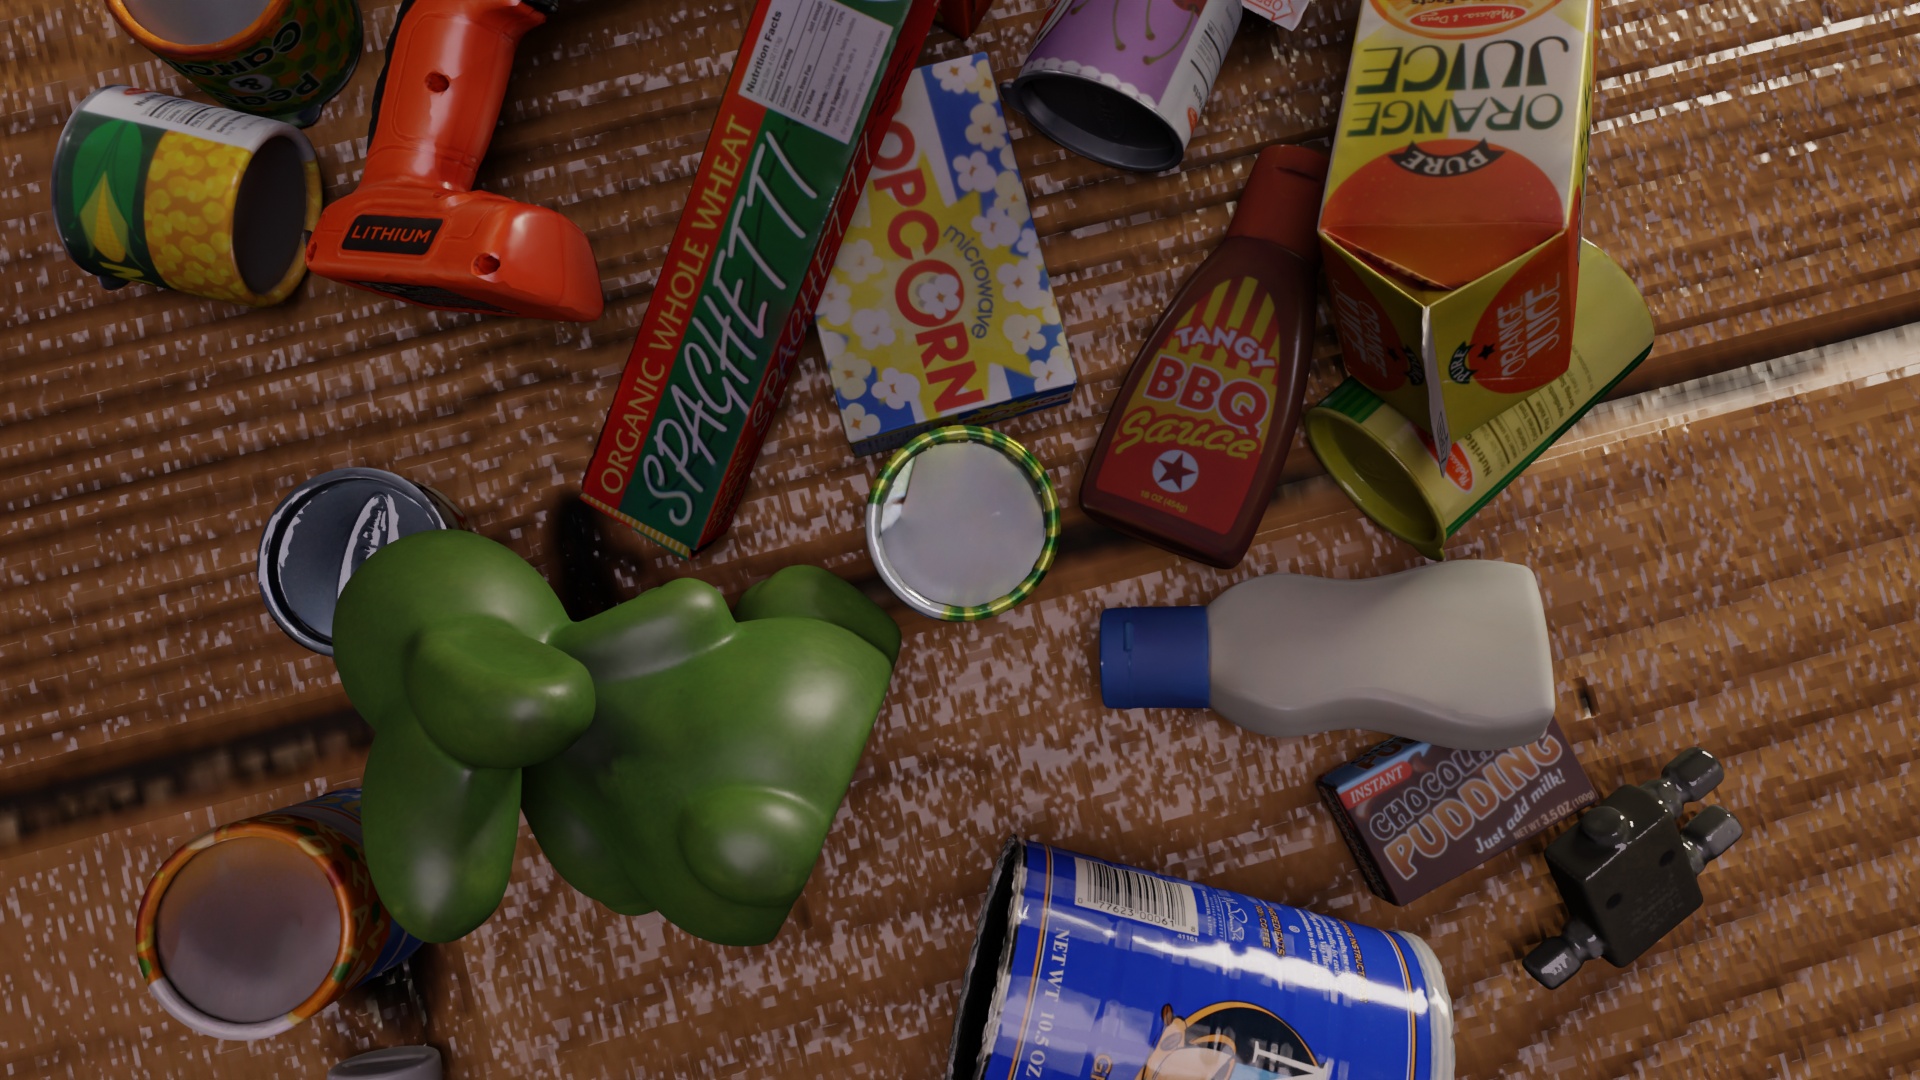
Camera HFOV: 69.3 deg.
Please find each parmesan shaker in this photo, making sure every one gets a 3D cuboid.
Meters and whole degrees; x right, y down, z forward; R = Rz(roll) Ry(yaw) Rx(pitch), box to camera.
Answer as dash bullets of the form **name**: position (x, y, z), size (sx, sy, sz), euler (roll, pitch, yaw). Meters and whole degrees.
- **parmesan shaker**: position (0.185, -0.052, 0.493), size (0.103, 0.071, 0.071), euler (-41, 89, -5)

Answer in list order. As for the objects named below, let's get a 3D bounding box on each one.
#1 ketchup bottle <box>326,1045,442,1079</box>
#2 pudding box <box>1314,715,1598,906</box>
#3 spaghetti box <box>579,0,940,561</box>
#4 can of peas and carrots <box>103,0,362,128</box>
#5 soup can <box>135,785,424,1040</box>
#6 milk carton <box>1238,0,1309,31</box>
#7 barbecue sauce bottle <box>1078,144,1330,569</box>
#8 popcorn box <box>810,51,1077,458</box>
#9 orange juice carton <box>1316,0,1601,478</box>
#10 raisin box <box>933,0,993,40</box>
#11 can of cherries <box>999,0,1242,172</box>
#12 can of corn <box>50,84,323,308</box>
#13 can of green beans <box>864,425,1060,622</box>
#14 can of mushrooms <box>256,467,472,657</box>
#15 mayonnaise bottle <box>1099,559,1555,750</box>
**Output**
- **ketchup bottle**: position (-0.191, 0.251, 0.468), size (0.065, 0.043, 0.149), euler (-4, 86, -3)
- **pudding box**: position (0.178, 0.089, 0.500), size (0.084, 0.030, 0.049), euler (-27, 87, -4)
- **spaghetti box**: position (-0.062, -0.113, 0.460), size (0.050, 0.029, 0.249), euler (27, 107, 8)
- **can of peas and carrots**: position (-0.255, -0.188, 0.489), size (0.071, 0.058, 0.071), euler (0, 86, -2)
- **soup can**: position (-0.215, 0.117, 0.456), size (0.071, 0.083, 0.071), euler (0, 86, -2)
- **milk carton**: position (0.129, -0.283, 0.503), size (0.072, 0.073, 0.190), euler (26, 86, -1)
- **barbecue sauce bottle**: position (0.098, -0.068, 0.501), size (0.065, 0.043, 0.148), euler (22, 85, 15)
- **popcorn box**: position (-0.015, -0.102, 0.502), size (0.085, 0.038, 0.126), euler (-15, 87, -3)
- **orange juice carton**: position (0.164, -0.120, 0.452), size (0.073, 0.071, 0.193), euler (4, 63, 25)
- **raisin box**: position (0.016, -0.254, 0.490), size (0.040, 0.086, 0.123), euler (29, 86, 5)
- **can of cherries**: position (0.057, -0.175, 0.496), size (0.071, 0.071, 0.058), euler (23, 86, 0)
- **can of corn**: position (-0.264, -0.115, 0.481), size (0.058, 0.071, 0.071), euler (12, 86, -2)
- **can of green beans**: position (0.000, -0.005, 0.486), size (0.071, 0.058, 0.071), euler (0, 86, -2)
- **can of mushrooms**: position (-0.205, 0.009, 0.490), size (0.071, 0.033, 0.071), euler (0, 85, -2)
- **mayonnaise bottle**: position (0.124, 0.040, 0.484), size (0.148, 0.041, 0.065), euler (-1, 61, 10)
